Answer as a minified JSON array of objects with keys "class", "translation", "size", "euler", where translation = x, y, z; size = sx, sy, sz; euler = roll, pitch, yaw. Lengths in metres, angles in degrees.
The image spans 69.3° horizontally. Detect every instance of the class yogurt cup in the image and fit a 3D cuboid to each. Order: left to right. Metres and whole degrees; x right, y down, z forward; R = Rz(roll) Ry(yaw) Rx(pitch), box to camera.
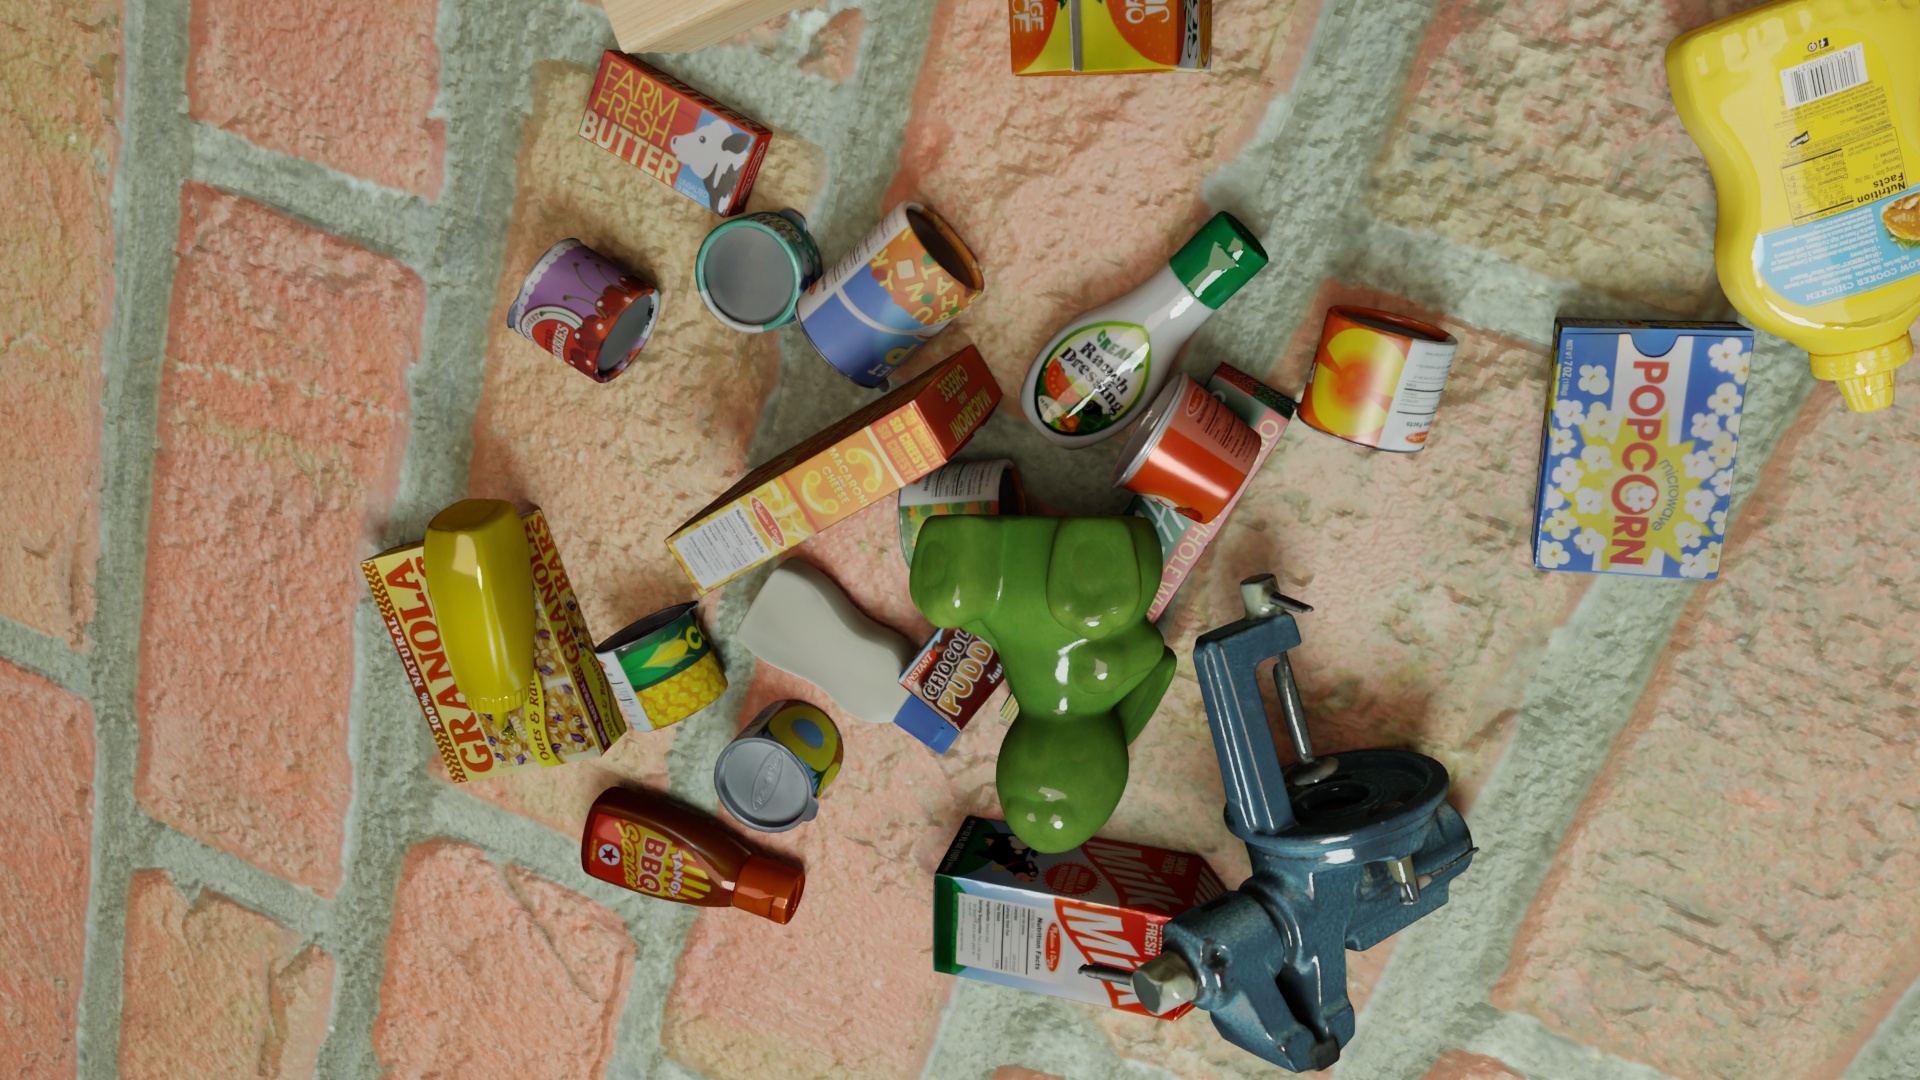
[{"class":"yogurt cup","translation":[0.117,-0.045,0.711],"size":[0.054,0.073,0.072],"euler":[31,115,-3]}]

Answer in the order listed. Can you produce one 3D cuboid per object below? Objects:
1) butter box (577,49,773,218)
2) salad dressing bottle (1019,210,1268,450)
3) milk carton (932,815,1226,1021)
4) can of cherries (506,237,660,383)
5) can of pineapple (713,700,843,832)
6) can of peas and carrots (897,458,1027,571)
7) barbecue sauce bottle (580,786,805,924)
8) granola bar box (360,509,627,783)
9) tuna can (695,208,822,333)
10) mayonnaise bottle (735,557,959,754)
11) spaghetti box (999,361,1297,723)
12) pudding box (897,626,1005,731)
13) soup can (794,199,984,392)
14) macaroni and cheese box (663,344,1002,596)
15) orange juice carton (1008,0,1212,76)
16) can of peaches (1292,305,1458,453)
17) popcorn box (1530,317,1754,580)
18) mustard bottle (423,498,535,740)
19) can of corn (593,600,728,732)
[{"class":"butter box","translation":[-0.163,-0.231,0.787],"size":[0.103,0.024,0.053],"euler":[30,115,5]},{"class":"salad dressing bottle","translation":[0.096,-0.111,0.738],"size":[0.064,0.044,0.147],"euler":[46,114,-1]},{"class":"milk carton","translation":[0.084,0.230,0.842],"size":[0.190,0.072,0.073],"euler":[7,110,16]},{"class":"can of cherries","translation":[-0.219,-0.132,0.812],"size":[0.058,0.072,0.071],"euler":[32,114,3]},{"class":"can of pineapple","translation":[-0.113,0.143,0.880],"size":[0.071,0.058,0.070],"euler":[5,110,15]},{"class":"can of peas and carrots","translation":[0.003,-0.010,0.789],"size":[0.059,0.071,0.070],"euler":[-4,107,18]},{"class":"barbecue sauce bottle","translation":[-0.179,0.216,0.933],"size":[0.148,0.044,0.064],"euler":[16,111,11]},{"class":"granola bar box","translation":[-0.310,0.072,0.926],"size":[0.124,0.039,0.165],"euler":[-13,104,19]},{"class":"tuna can","translation":[-0.114,-0.155,0.793],"size":[0.071,0.033,0.070],"euler":[6,110,15]},{"class":"mayonnaise bottle","translation":[-0.062,0.075,0.852],"size":[0.148,0.041,0.064],"euler":[35,111,2]},{"class":"spaghetti box","translation":[0.102,0.016,0.788],"size":[0.050,0.029,0.249],"euler":[32,114,5]},{"class":"pudding box","translation":[0.007,0.065,0.815],"size":[0.049,0.030,0.084],"euler":[40,87,1]},{"class":"soup can","translation":[-0.036,-0.132,0.760],"size":[0.083,0.071,0.071],"euler":[-38,94,24]},{"class":"macaroni and cheese box","translation":[-0.066,-0.040,0.768],"size":[0.166,0.124,0.040],"euler":[-27,102,23]},{"class":"orange juice carton","translation":[0.067,-0.245,0.619],"size":[0.073,0.193,0.071],"euler":[2,108,15]},{"class":"can of peaches","translation":[0.208,-0.083,0.702],"size":[0.071,0.071,0.057],"euler":[17,113,11]},{"class":"popcorn box","translation":[0.335,-0.046,0.690],"size":[0.085,0.038,0.126],"euler":[4,109,17]},{"class":"mustard bottle","translation":[-0.293,0.056,0.860],"size":[0.049,0.065,0.159],"euler":[4,113,9]},{"class":"can of corn","translation":[-0.186,0.079,0.878],"size":[0.071,0.071,0.058],"euler":[-19,102,22]}]
